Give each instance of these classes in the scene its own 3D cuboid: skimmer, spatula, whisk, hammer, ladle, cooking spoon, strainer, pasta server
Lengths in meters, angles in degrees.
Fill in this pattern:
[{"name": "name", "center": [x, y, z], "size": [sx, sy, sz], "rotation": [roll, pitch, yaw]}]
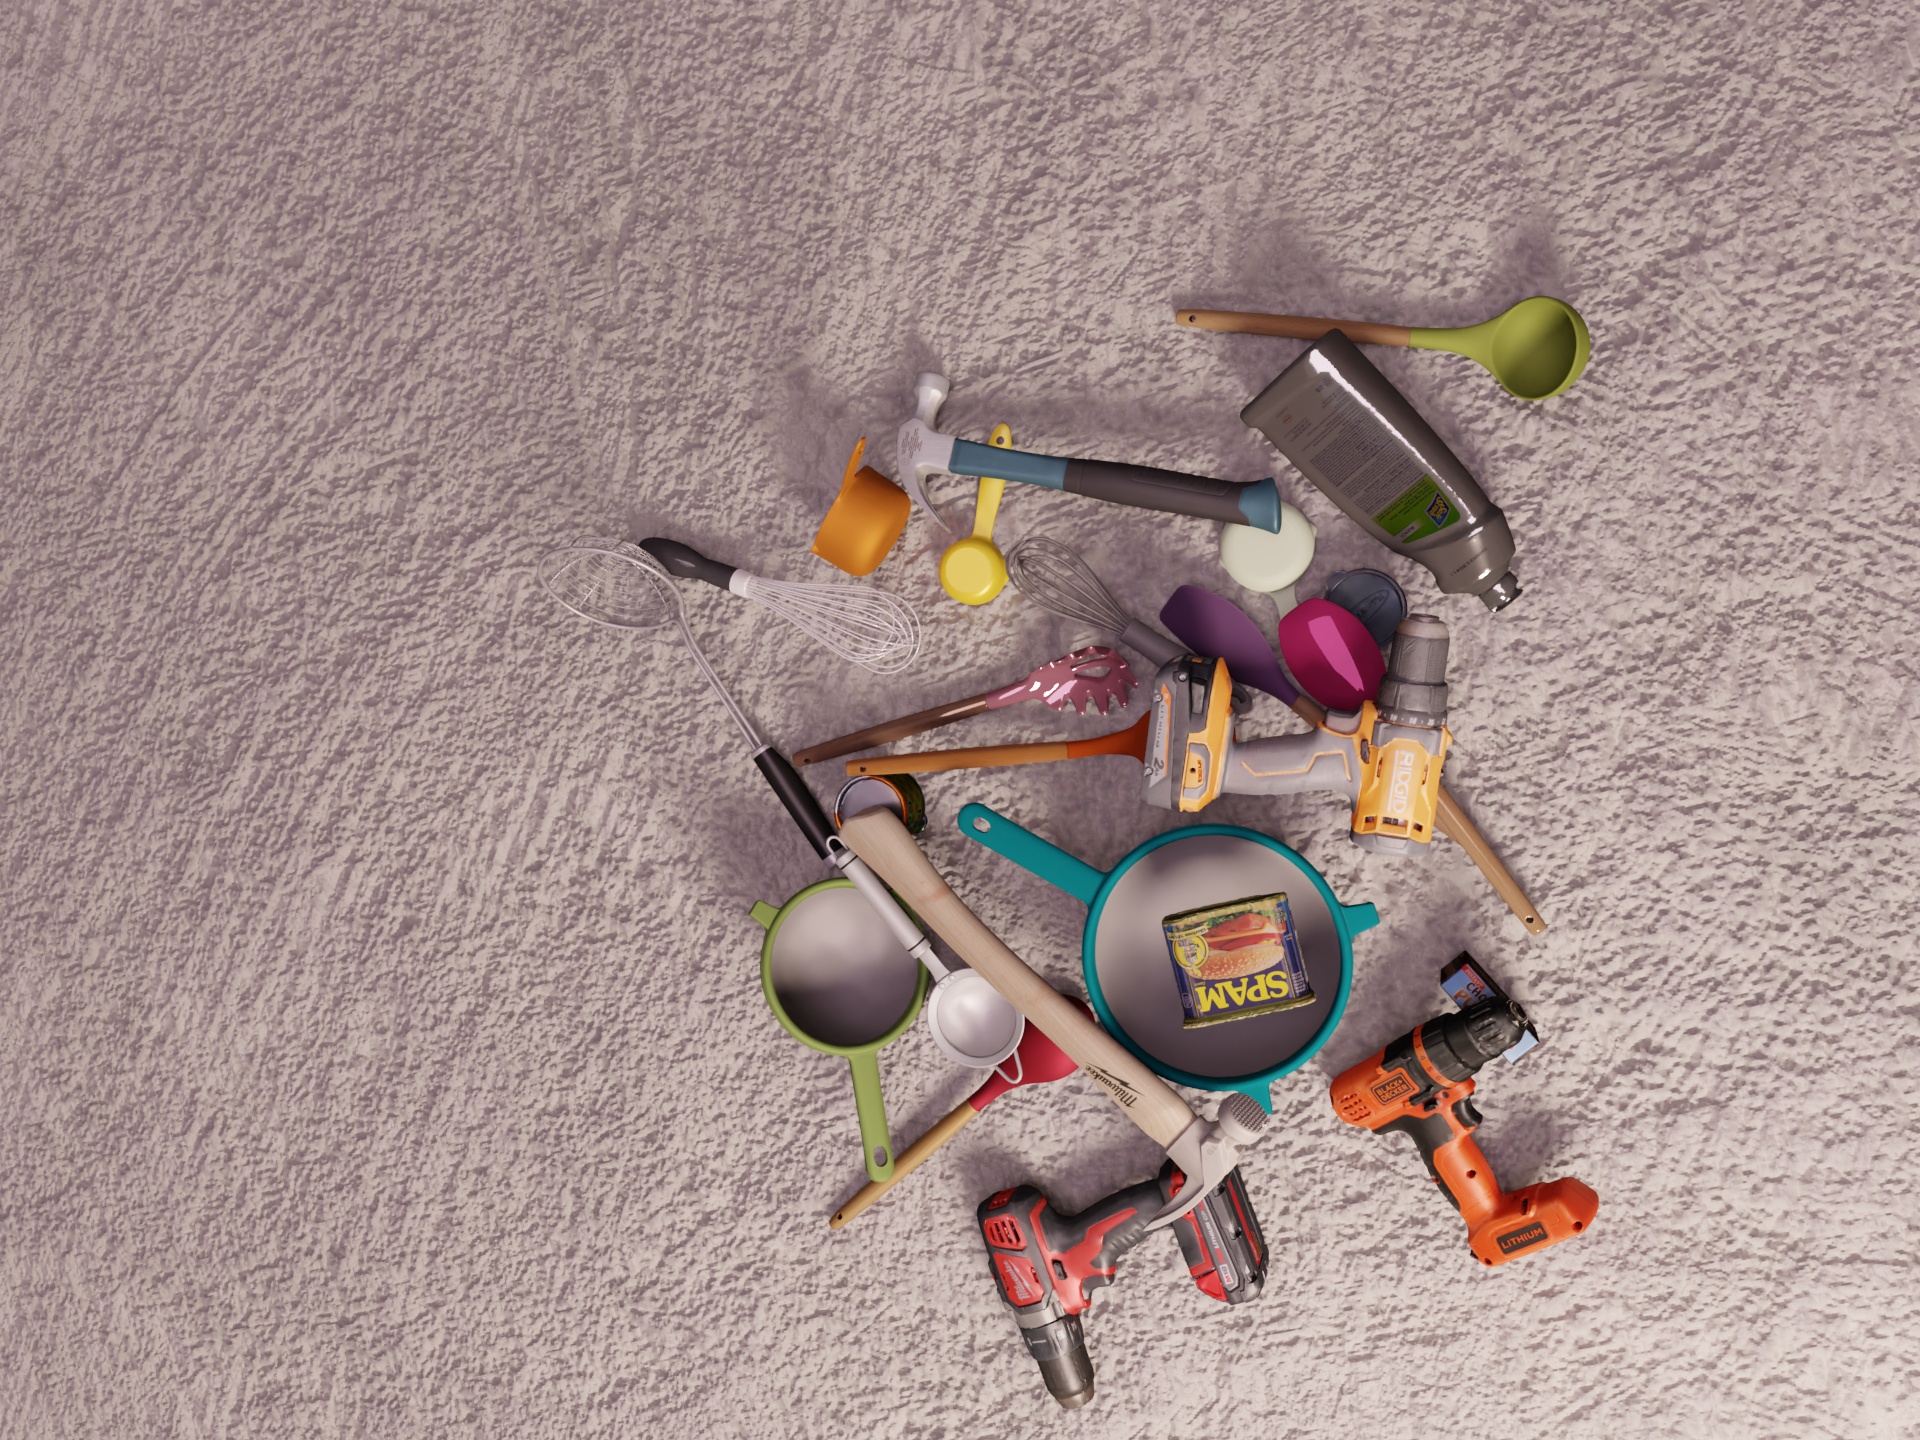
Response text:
[{"name": "skimmer", "center": [-0.231, -0.010, 1.390], "size": [0.363, 0.090, 0.127], "rotation": [55, 144, 2]}, {"name": "spatula", "center": [0.065, 0.029, 1.321], "size": [0.322, 0.041, 0.081], "rotation": [-5, 105, 1]}, {"name": "whisk", "center": [0.141, -0.077, 1.317], "size": [0.239, 0.055, 0.055], "rotation": [34, 100, 5]}, {"name": "whisk", "center": [-0.162, -0.109, 1.387], "size": [0.285, 0.070, 0.070], "rotation": [20, 98, 18]}, {"name": "hammer", "center": [0.101, -0.200, 1.300], "size": [0.331, 0.033, 0.128], "rotation": [13, 85, 19]}, {"name": "ladle", "center": [-0.006, 0.347, 1.379], "size": [0.315, 0.031, 0.069], "rotation": [-44, 62, 17]}, {"name": "cooking spoon", "center": [0.361, 0.038, 1.256], "size": [0.068, 0.017, 0.319], "rotation": [-38, 88, 21]}, {"name": "strainer", "center": [-0.028, 0.197, 1.349], "size": [0.087, 0.050, 0.258], "rotation": [-39, 90, 17]}, {"name": "ladle", "center": [0.326, -0.304, 1.252], "size": [0.320, 0.062, 0.078], "rotation": [9, 107, 16]}, {"name": "strainer", "center": [-0.097, 0.264, 1.366], "size": [0.151, 0.069, 0.256], "rotation": [-7, 83, -24]}, {"name": "pasta server", "center": [-0.002, -0.004, 1.359], "size": [0.316, 0.040, 0.060], "rotation": [-17, 121, 16]}, {"name": "strainer", "center": [0.154, 0.154, 1.299], "size": [0.340, 0.095, 0.211], "rotation": [29, 98, 13]}, {"name": "hammer", "center": [0.050, 0.224, 1.278], "size": [0.411, 0.038, 0.146], "rotation": [42, 123, 16]}, {"name": "spatula", "center": [0.293, -0.001, 1.290], "size": [0.316, 0.018, 0.059], "rotation": [41, 130, 8]}]

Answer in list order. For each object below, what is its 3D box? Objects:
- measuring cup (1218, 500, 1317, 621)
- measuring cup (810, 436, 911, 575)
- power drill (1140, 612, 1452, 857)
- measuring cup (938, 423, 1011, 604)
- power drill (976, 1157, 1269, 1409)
[{"name": "measuring cup", "center": [0.261, -0.099, 1.286], "size": [0.083, 0.038, 0.167], "rotation": [-18, 88, 14]}, {"name": "measuring cup", "center": [-0.073, -0.178, 1.305], "size": [0.052, 0.173, 0.095], "rotation": [33, 70, 1]}, {"name": "power drill", "center": [0.264, -0.001, 1.231], "size": [0.226, 0.084, 0.185], "rotation": [9, 103, 13]}, {"name": "measuring cup", "center": [0.019, -0.175, 1.348], "size": [0.062, 0.029, 0.156], "rotation": [13, 98, 13]}, {"name": "power drill", "center": [0.140, 0.465, 1.329], "size": [0.226, 0.080, 0.188], "rotation": [-21, 88, 17]}]
